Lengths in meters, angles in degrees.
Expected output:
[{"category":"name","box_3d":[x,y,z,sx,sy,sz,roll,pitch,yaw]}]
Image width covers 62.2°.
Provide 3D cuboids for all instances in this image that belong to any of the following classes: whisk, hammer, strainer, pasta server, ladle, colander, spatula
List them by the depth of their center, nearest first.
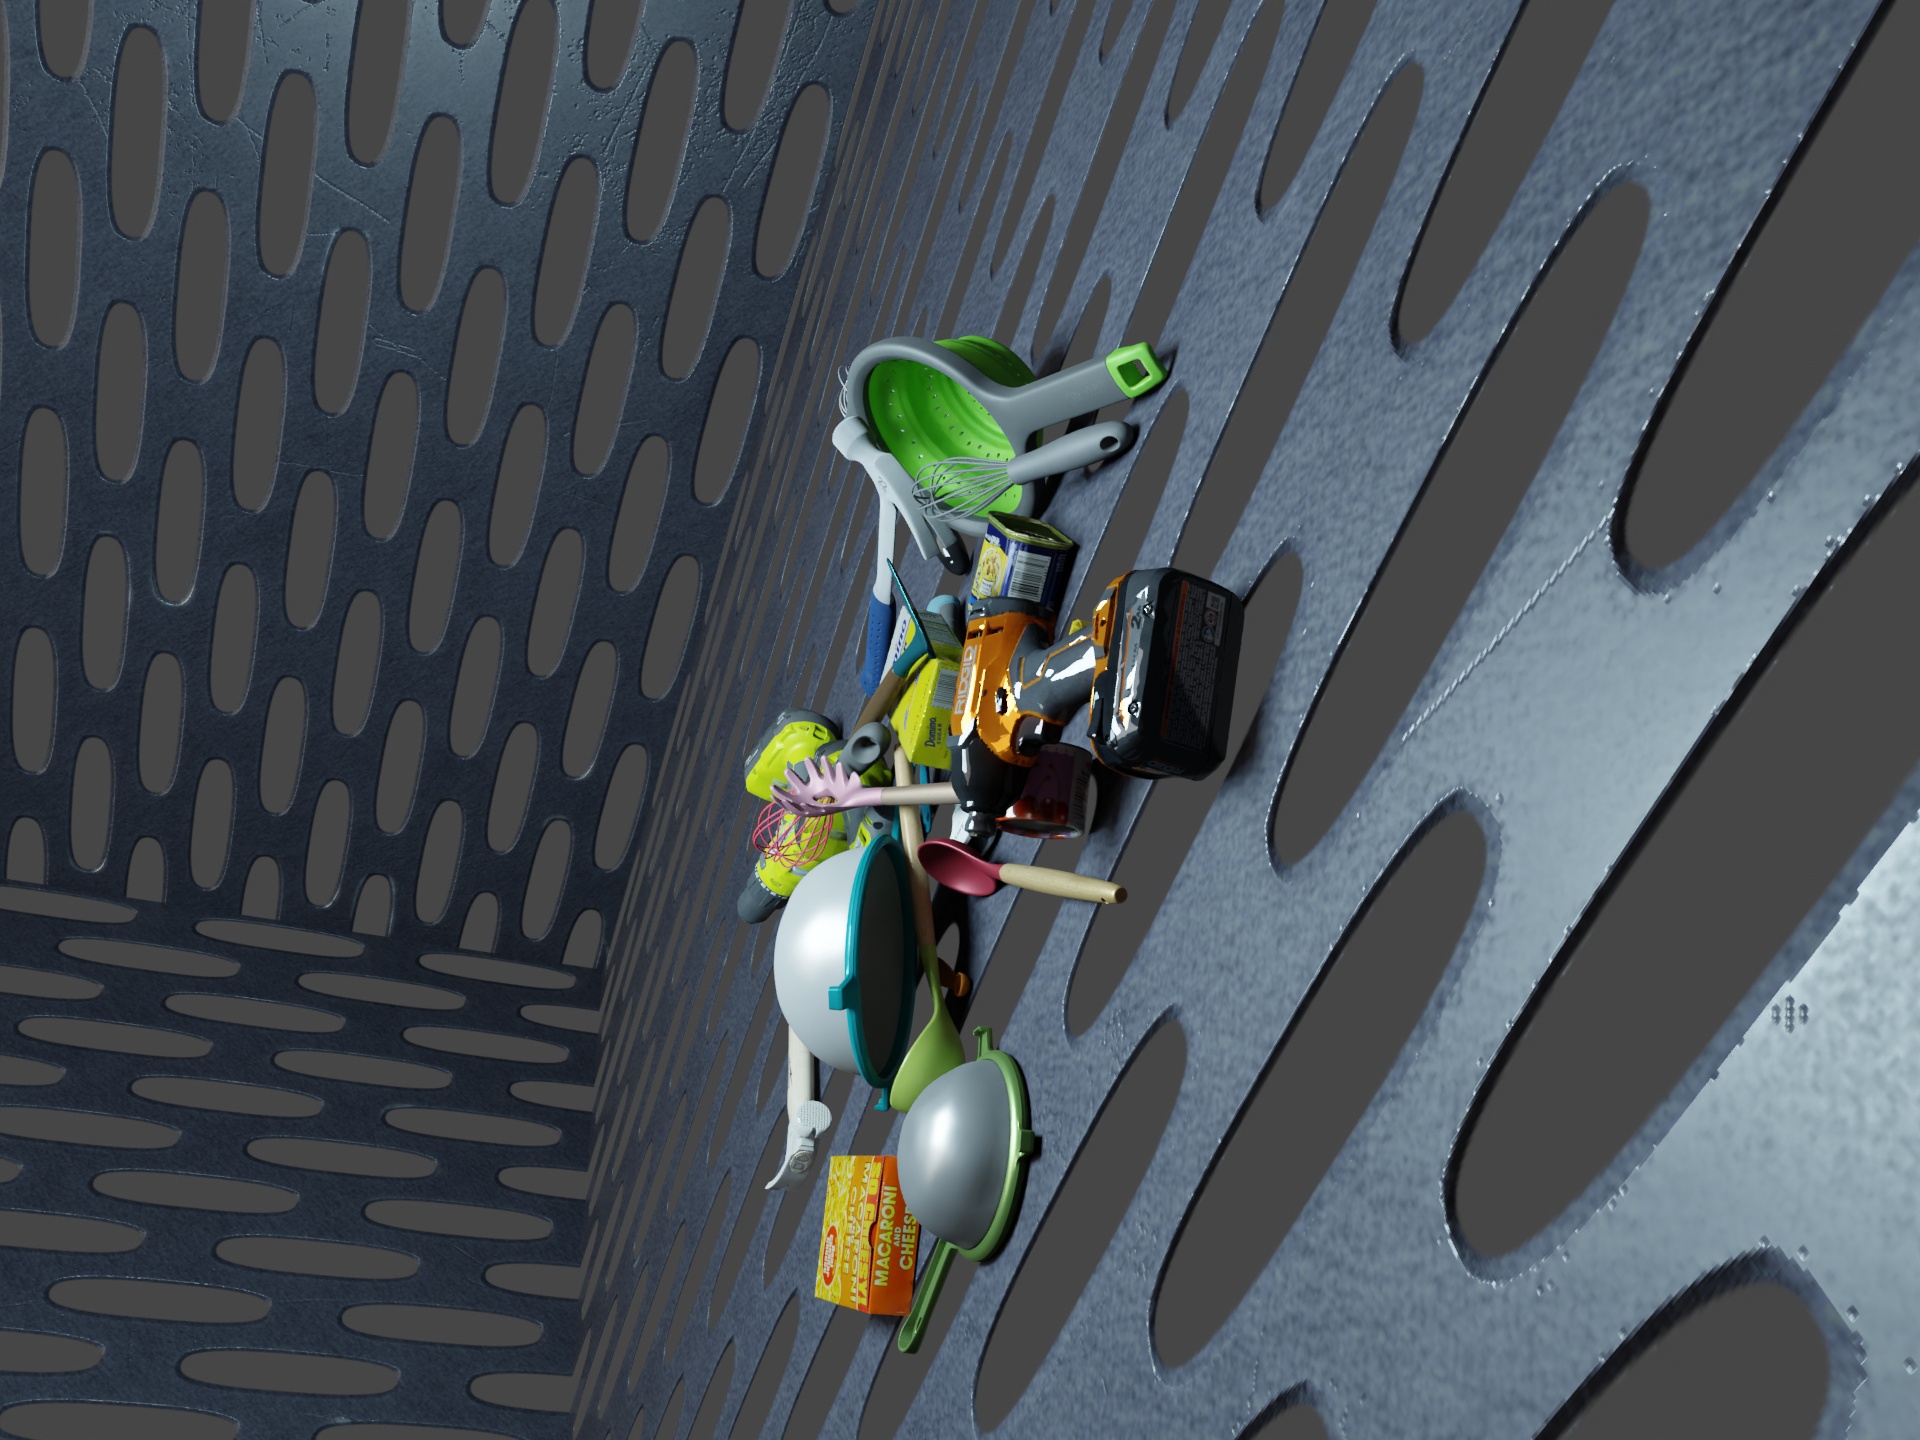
[{"category":"ladle","box_3d":[0.044,0.114,1.169,0.031,0.069,0.315,-53,17,-14]},{"category":"strainer","box_3d":[-0.024,0.359,1.172,0.152,0.069,0.256,-119,45,-66]},{"category":"whisk","box_3d":[0.045,-0.201,1.262,0.239,0.055,0.055,-10,67,47]},{"category":"ladle","box_3d":[-0.043,0.164,1.308,0.078,0.062,0.320,74,-173,-62]},{"category":"pasta server","box_3d":[-0.047,0.056,1.311,0.316,0.040,0.060,-5,35,47]},{"category":"colander","box_3d":[0.052,-0.269,1.316,0.094,0.204,0.397,-48,22,-26]},{"category":"spatula","box_3d":[-0.068,-0.031,1.358,0.082,0.044,0.317,65,154,17]},{"category":"strainer","box_3d":[-0.097,0.152,1.383,0.210,0.095,0.341,75,-164,-49]},{"category":"hammer","box_3d":[-0.002,-0.005,1.419,0.331,0.033,0.128,-98,27,-49]},{"category":"whisk","box_3d":[-0.126,0.070,1.483,0.295,0.073,0.073,134,144,-54]},{"category":"hammer","box_3d":[-0.071,-0.123,1.543,0.144,0.035,0.405,50,160,18]},{"category":"whisk","box_3d":[-0.056,-0.255,1.592,0.285,0.070,0.070,63,145,27]},{"category":"hammer","box_3d":[-0.182,0.319,1.782,0.411,0.038,0.146,-95,22,-46]}]

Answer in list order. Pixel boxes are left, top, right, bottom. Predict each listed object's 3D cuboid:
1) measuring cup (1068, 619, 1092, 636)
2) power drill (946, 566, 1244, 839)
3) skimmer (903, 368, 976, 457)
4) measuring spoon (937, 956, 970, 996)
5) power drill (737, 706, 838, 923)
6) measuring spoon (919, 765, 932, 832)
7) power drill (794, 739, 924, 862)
[{"category":"measuring cup","box_3d":[0.085,-0.019,1.174,0.156,0.029,0.062,108,168,-61]},{"category":"power drill","box_3d":[0.070,-0.006,1.009,0.226,0.084,0.164,-8,69,56]},{"category":"skimmer","box_3d":[-0.021,-0.318,1.596,0.363,0.090,0.127,-142,42,-70]},{"category":"measuring spoon","box_3d":[-0.009,0.214,1.334,0.117,0.011,0.021,180,100,-77]},{"category":"power drill","box_3d":[-0.204,0.113,1.874,0.190,0.080,0.229,-49,30,30]},{"category":"measuring spoon","box_3d":[-0.026,0.044,1.502,0.042,0.021,0.129,142,128,-64]},{"category":"power drill","box_3d":[-0.105,0.129,1.595,0.223,0.080,0.171,-120,45,-62]}]
